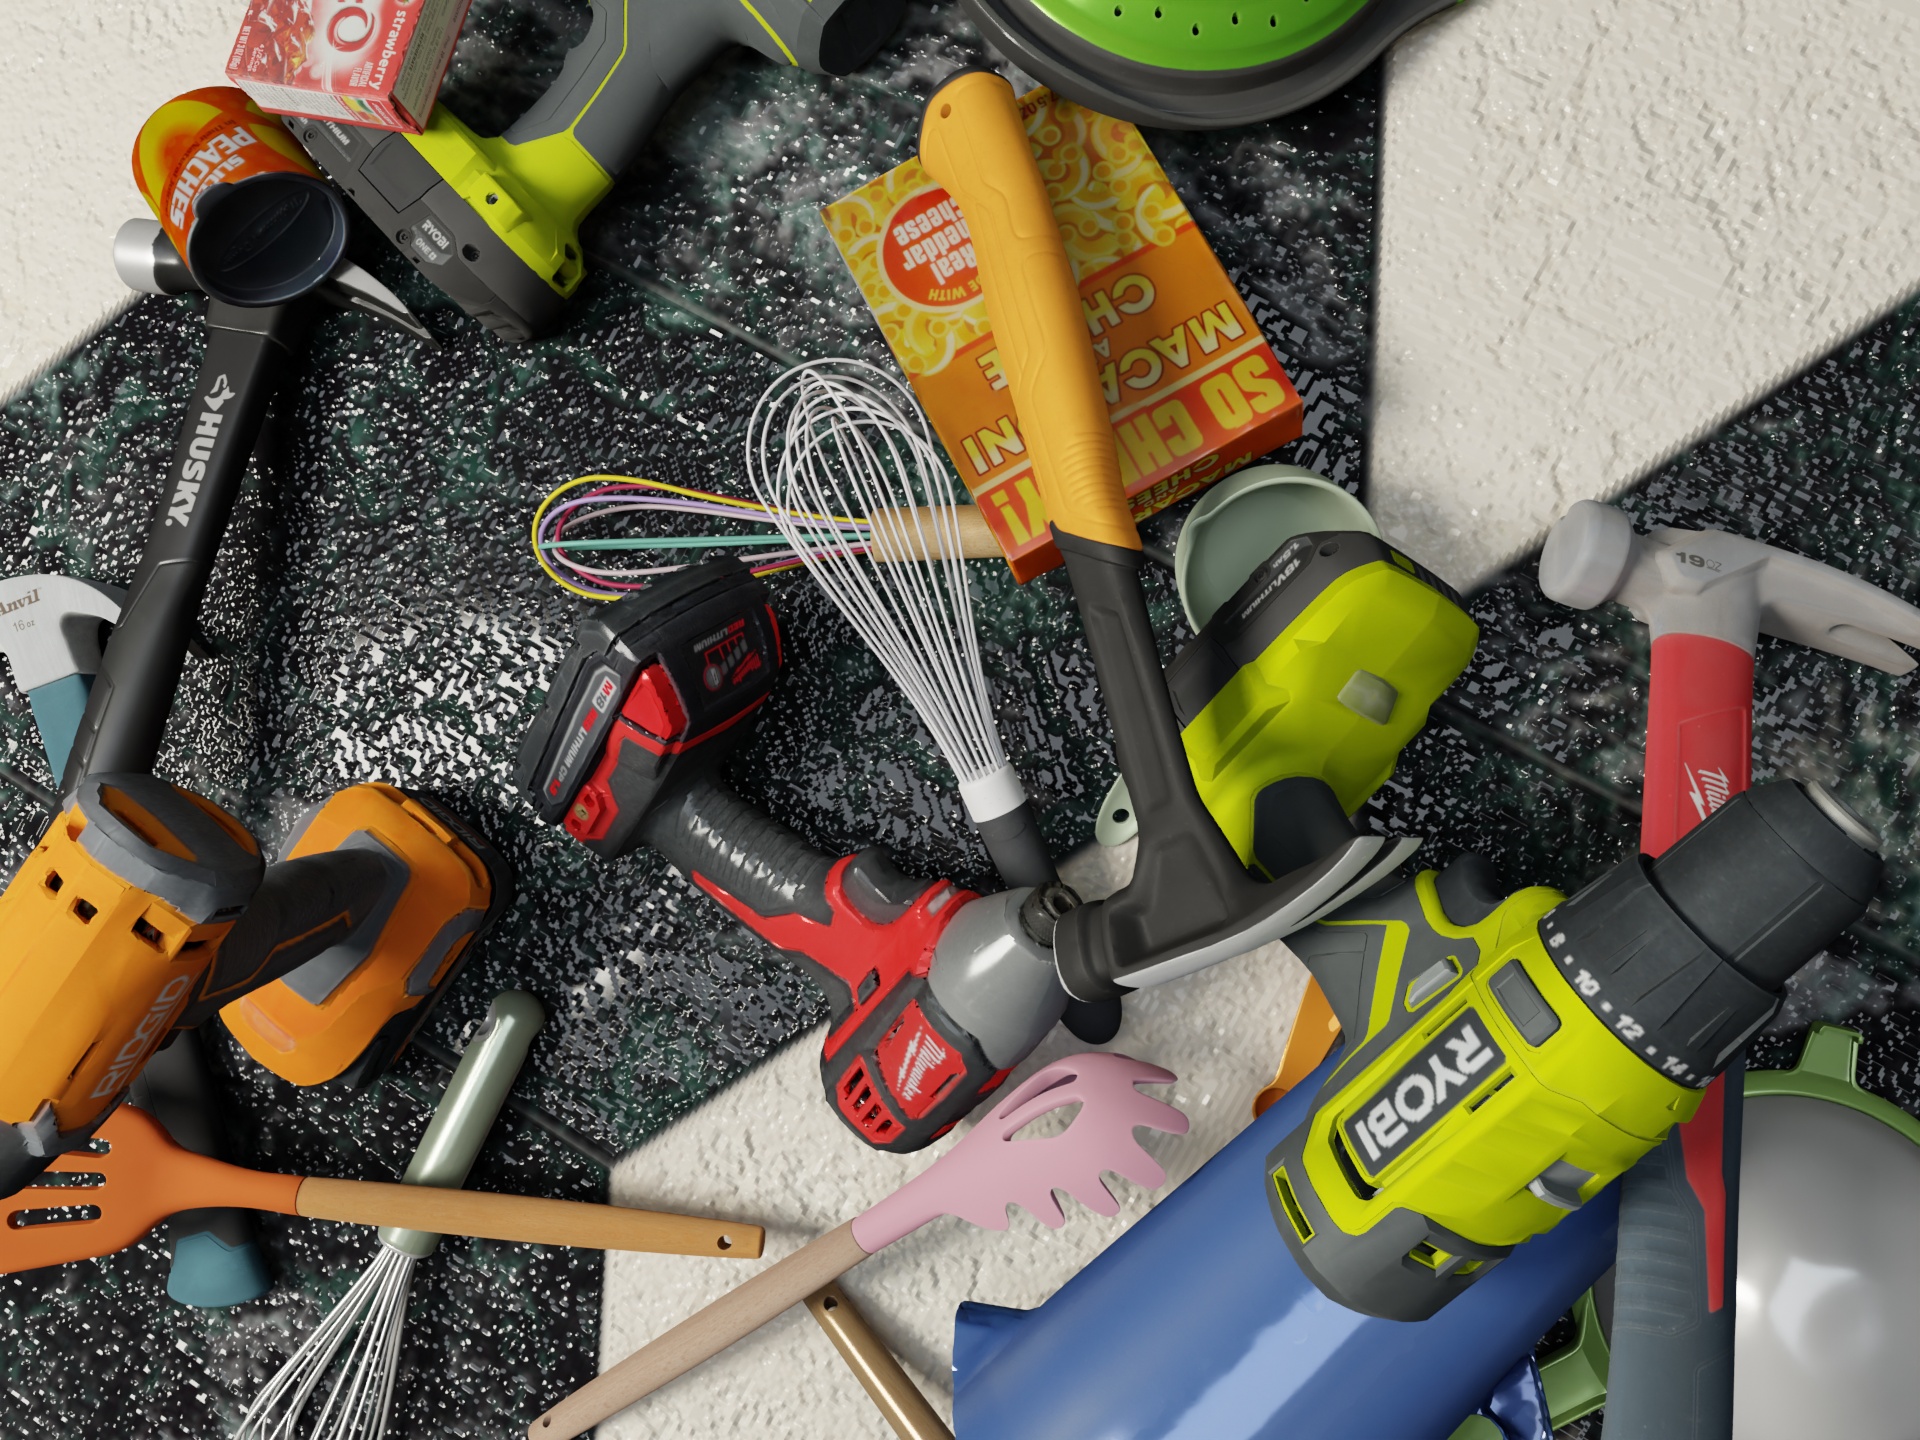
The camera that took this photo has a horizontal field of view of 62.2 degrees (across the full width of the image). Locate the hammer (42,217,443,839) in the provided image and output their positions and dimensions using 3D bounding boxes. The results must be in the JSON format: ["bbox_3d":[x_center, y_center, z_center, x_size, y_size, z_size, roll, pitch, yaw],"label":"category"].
[{"bbox_3d":[-0.326,-0.050,0.661,0.146,0.035,0.335,10,78,9],"label":"hammer"}]

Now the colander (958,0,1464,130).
[{"bbox_3d":[0.007,-0.325,0.567,0.397,0.094,0.204,-3,83,-4],"label":"colander"}]

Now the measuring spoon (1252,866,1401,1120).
[{"bbox_3d":[0.143,0.106,0.617,0.021,0.011,0.117,24,89,11],"label":"measuring spoon"}]

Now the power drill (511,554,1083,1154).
[{"bbox_3d":[-0.055,0.050,0.595,0.220,0.078,0.143,45,131,8],"label":"power drill"}]

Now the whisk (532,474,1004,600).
[{"bbox_3d":[-0.057,-0.077,0.642,0.245,0.051,0.047,-1,82,7],"label":"whisk"}]

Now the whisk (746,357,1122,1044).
[{"bbox_3d":[-0.002,-0.001,0.603,0.070,0.070,0.284,-23,99,8],"label":"whisk"}]

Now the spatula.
[{"bbox_3d":[-0.238,0.192,0.626,0.322,0.041,0.081,5,83,3],"label":"spatula"}]

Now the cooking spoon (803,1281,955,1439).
[{"bbox_3d":[0.040,0.326,0.568,0.069,0.017,0.319,-35,60,-19],"label":"cooking spoon"}]

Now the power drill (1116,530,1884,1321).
[{"bbox_3d":[0.149,0.041,0.499,0.080,0.229,0.190,25,117,-31],"label":"power drill"}]

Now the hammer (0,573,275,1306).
[{"bbox_3d":[-0.364,0.093,0.694,0.128,0.033,0.331,-19,85,10],"label":"hammer"}]

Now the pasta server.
[{"bbox_3d":[-0.052,0.214,0.613,0.316,0.060,0.040,-37,123,20],"label":"pasta server"}]

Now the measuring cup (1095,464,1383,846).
[{"bbox_3d":[0.097,-0.024,0.617,0.083,0.038,0.167,26,112,-12],"label":"measuring cup"}]

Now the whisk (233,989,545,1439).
[{"bbox_3d":[-0.234,0.225,0.664,0.059,0.058,0.246,26,89,-24],"label":"whisk"}]

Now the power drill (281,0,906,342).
[{"bbox_3d":[-0.157,-0.283,0.653,0.223,0.080,0.171,-43,81,2],"label":"power drill"}]

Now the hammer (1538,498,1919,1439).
[{"bbox_3d":[0.239,0.110,0.492,0.143,0.038,0.387,17,64,-2],"label":"hammer"}]

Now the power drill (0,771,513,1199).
[{"bbox_3d":[-0.273,0.098,0.579,0.084,0.226,0.164,37,94,9],"label":"power drill"}]

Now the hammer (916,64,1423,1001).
[{"bbox_3d":[0.045,-0.084,0.535,0.127,0.034,0.337,-32,64,42],"label":"hammer"}]

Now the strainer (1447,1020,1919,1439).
[{"bbox_3d":[0.250,0.228,0.560,0.256,0.069,0.151,-29,83,6],"label":"strainer"}]
